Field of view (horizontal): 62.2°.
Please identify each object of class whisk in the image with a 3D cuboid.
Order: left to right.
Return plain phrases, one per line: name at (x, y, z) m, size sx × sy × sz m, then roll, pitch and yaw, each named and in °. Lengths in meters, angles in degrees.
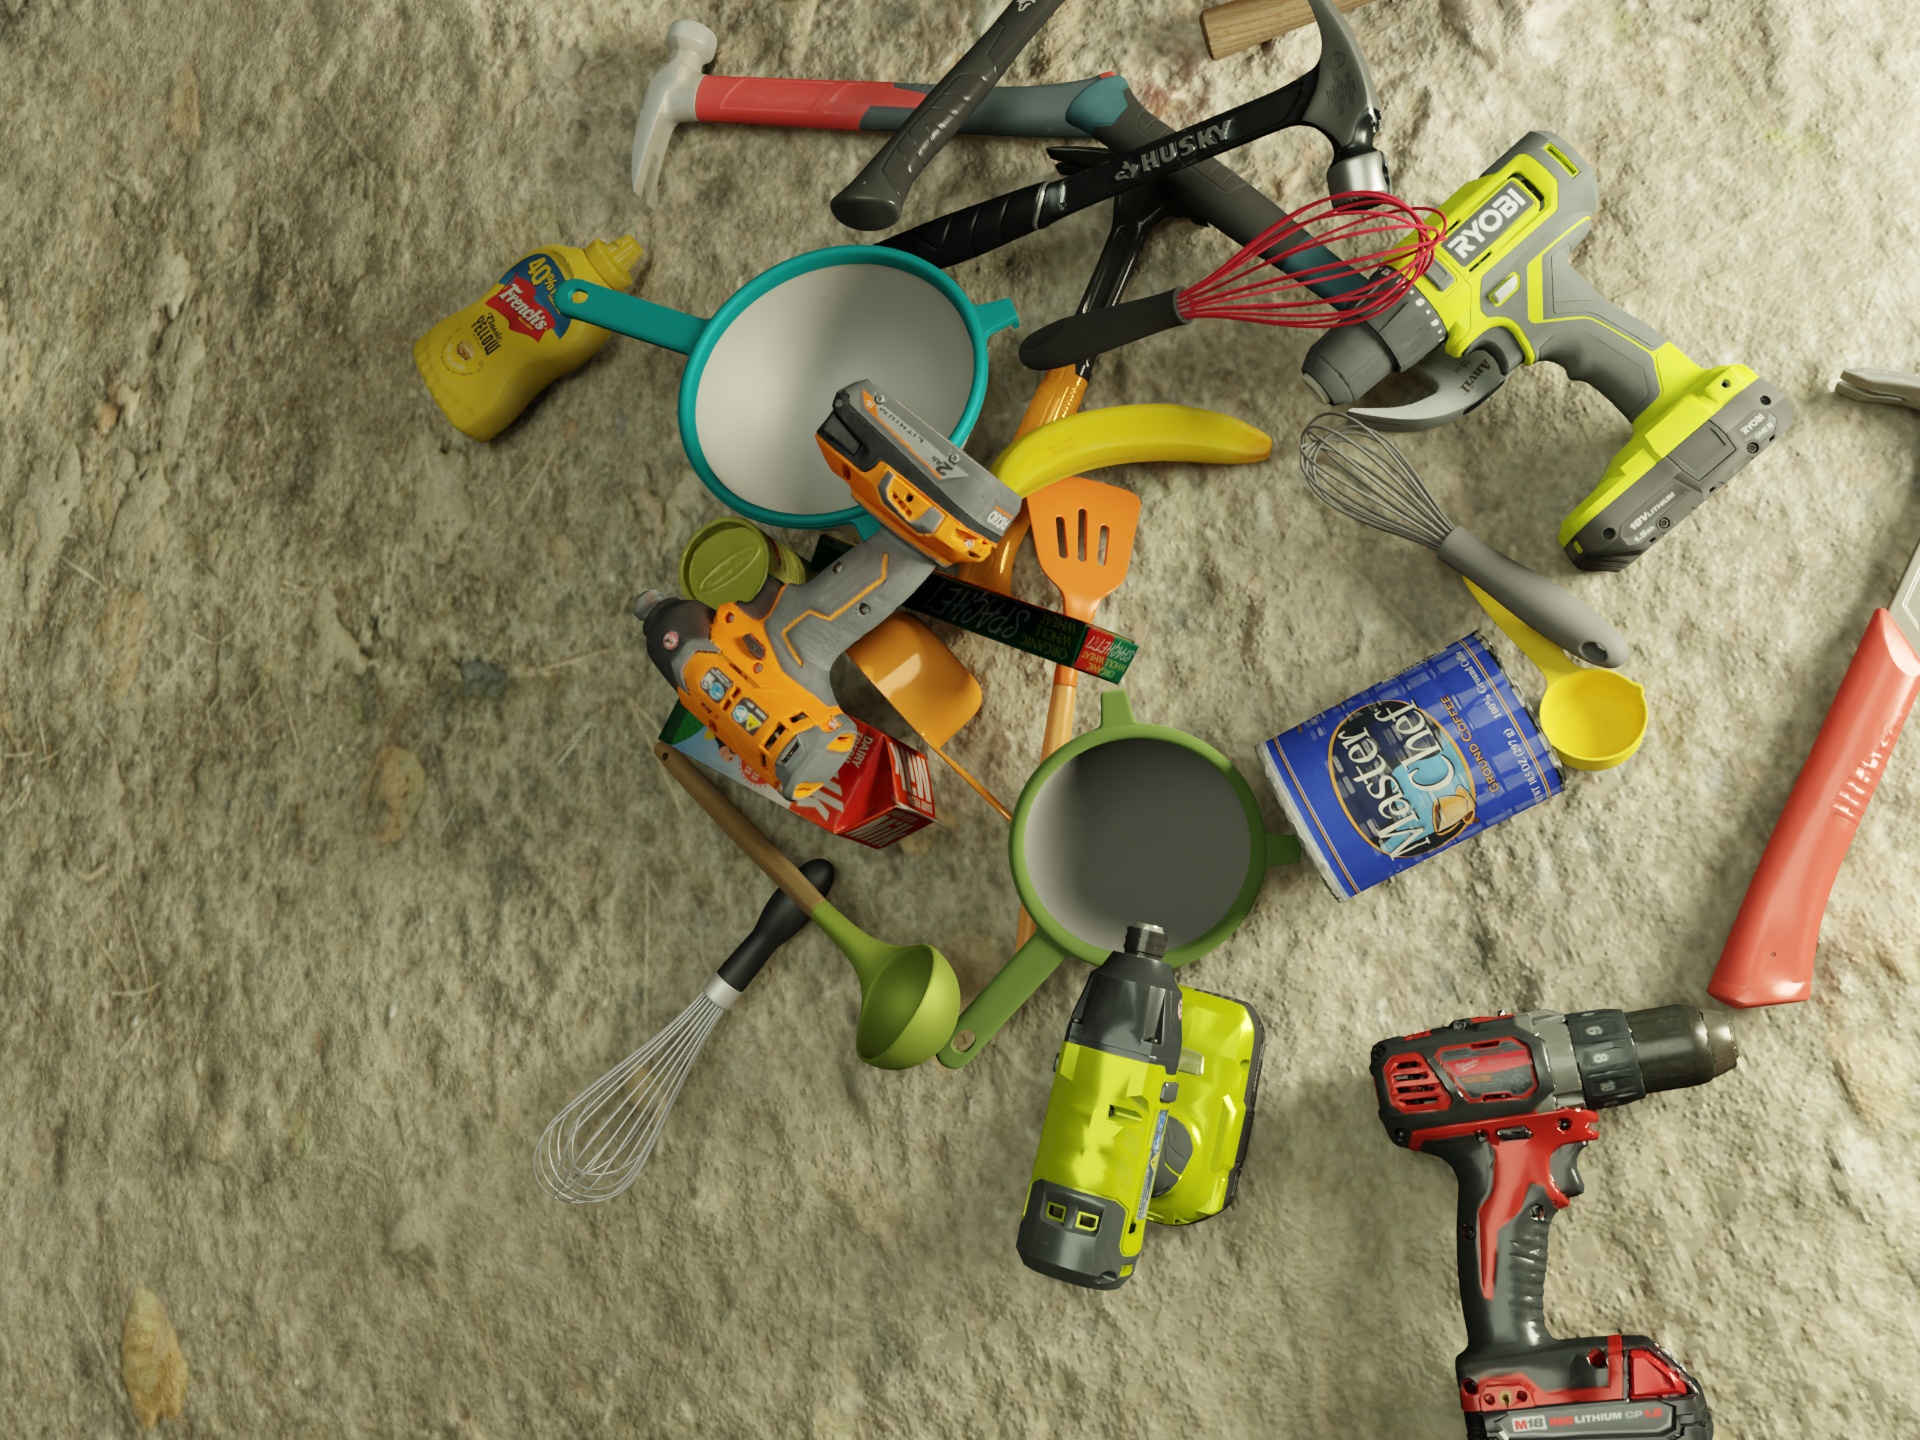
whisk at (-0.178, 0.202, 1.046) m, size 0.070 × 0.070 × 0.284 m, roll 38°, pitch 89°, yaw 23°
whisk at (0.149, -0.252, 0.945) m, size 0.296 × 0.073 × 0.073 m, roll -6°, pitch 75°, yaw 43°
whisk at (0.291, -0.107, 0.935) m, size 0.239 × 0.055 × 0.055 m, roll 42°, pitch 95°, yaw 26°

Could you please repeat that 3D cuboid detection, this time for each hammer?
hammer at (-0.063, -0.430, 1.151) m, size 0.386 × 0.038 × 0.143 m, roll 11°, pitch 84°, yaw 22°
hammer at (0.021, -0.459, 1.082) m, size 0.146 × 0.035 × 0.335 m, roll 29°, pitch 74°, yaw 26°
hammer at (0.060, -0.222, 1.062) m, size 0.127 × 0.034 × 0.337 m, roll 21°, pitch 86°, yaw 22°
hammer at (0.068, -0.343, 1.021) m, size 0.409 × 0.036 × 0.149 m, roll -10°, pitch 91°, yaw 35°
hammer at (0.202, -0.304, 1.003) m, size 0.331 × 0.033 × 0.128 m, roll 41°, pitch 95°, yaw 14°
hammer at (0.319, -0.499, 1.029) m, size 0.331 × 0.031 × 0.130 m, roll -14°, pitch 73°, yaw 17°
hammer at (0.483, -0.013, 0.859) m, size 0.149 × 0.036 × 0.359 m, roll 25°, pitch 87°, yaw 23°

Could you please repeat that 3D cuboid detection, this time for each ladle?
ladle at (-0.112, 0.102, 1.009) m, size 0.320 × 0.062 × 0.078 m, roll 40°, pitch 97°, yaw 33°

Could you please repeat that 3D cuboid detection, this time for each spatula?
spatula at (0.060, 0.002, 1.009) m, size 0.081 × 0.041 × 0.322 m, roll 9°, pitch 88°, yaw -13°

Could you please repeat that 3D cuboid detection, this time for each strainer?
strainer at (-0.131, -0.229, 1.097) m, size 0.340 × 0.095 × 0.211 m, roll 23°, pitch 77°, yaw 22°
strainer at (0.072, 0.109, 0.968) m, size 0.151 × 0.069 × 0.256 m, roll 40°, pitch 104°, yaw -3°

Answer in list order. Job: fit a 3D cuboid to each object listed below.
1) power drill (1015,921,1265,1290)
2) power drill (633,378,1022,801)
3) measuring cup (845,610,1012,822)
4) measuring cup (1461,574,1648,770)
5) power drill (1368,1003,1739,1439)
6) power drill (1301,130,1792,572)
power drill at (0.102, 0.200, 0.850) m, size 0.080 × 0.223 × 0.171 m, roll 11°, pitch 82°, yaw 22°
power drill at (-0.089, -0.087, 0.953) m, size 0.164 × 0.084 × 0.226 m, roll 40°, pitch 99°, yaw 15°
measuring cup at (-0.002, -0.003, 0.999) m, size 0.052 × 0.095 × 0.174 m, roll -44°, pitch 58°, yaw -2°
measuring cup at (0.339, -0.036, 0.928) m, size 0.062 × 0.029 × 0.157 m, roll -30°, pitch 58°, yaw 4°
power drill at (0.329, 0.262, 0.836) m, size 0.188 × 0.080 × 0.227 m, roll -13°, pitch 71°, yaw 17°
power drill at (0.330, -0.196, 0.911) m, size 0.190 × 0.080 × 0.228 m, roll -42°, pitch 78°, yaw 7°
